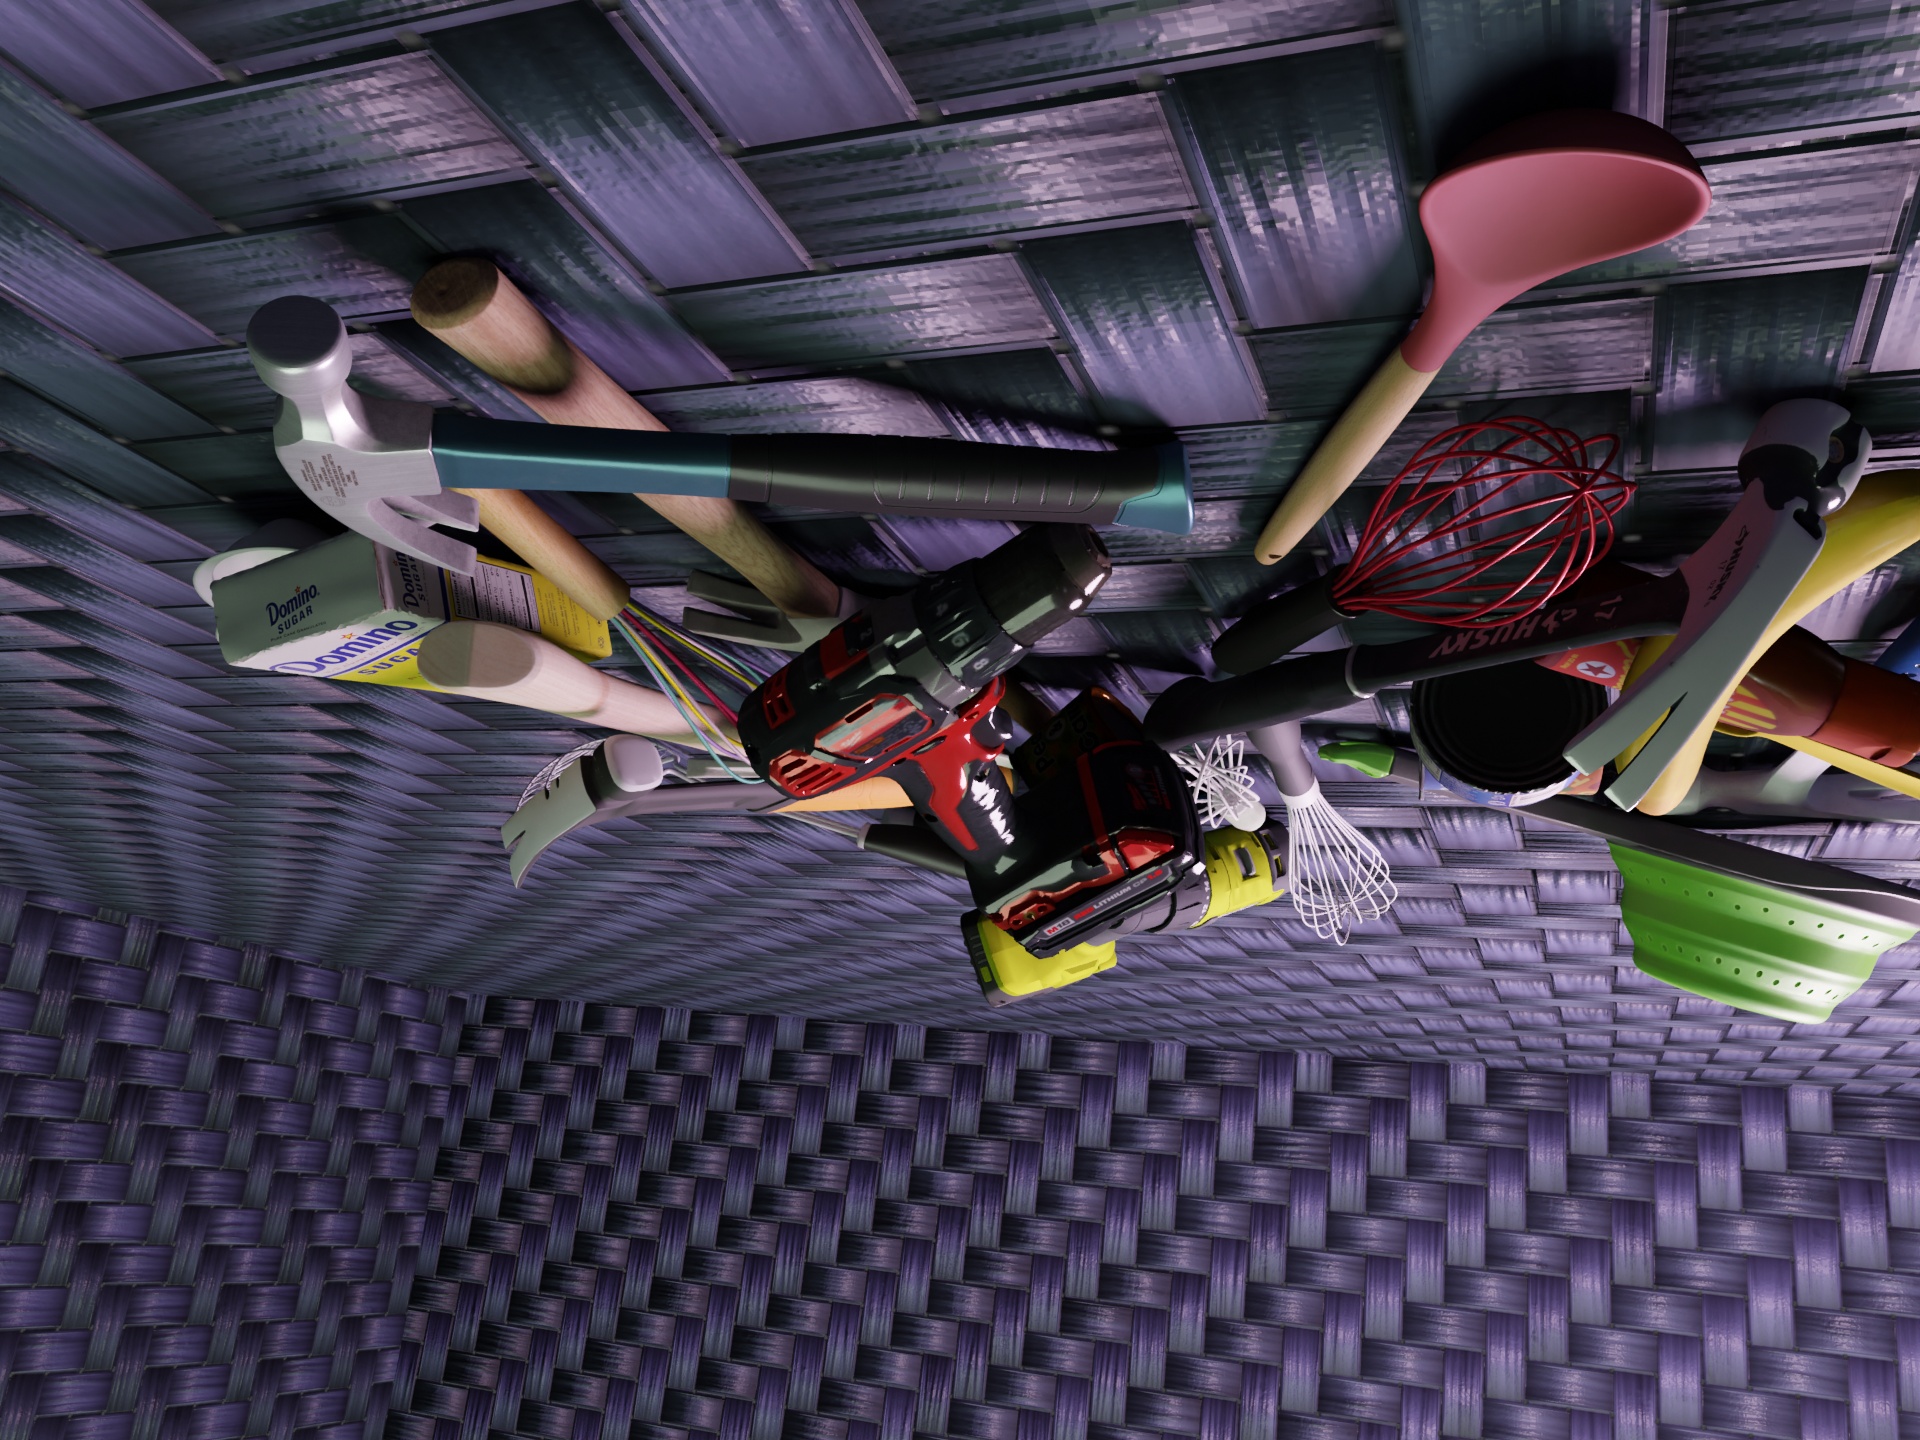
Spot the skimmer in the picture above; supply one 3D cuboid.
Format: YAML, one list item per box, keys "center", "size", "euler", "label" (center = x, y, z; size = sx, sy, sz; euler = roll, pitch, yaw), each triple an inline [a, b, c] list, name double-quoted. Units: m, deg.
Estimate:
- center: [-0.130, 0.088, 1.099]
  size: [0.363, 0.090, 0.127]
  euler: [16, -162, 6]
  label: "skimmer"

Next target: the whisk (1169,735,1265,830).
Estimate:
- center: [0.168, 0.046, 0.992]
  size: [0.058, 0.059, 0.246]
  euler: [18, 176, 18]
  label: "whisk"

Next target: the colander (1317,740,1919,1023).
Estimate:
- center: [0.395, 0.102, 0.952]
  size: [0.397, 0.094, 0.204]
  euler: [15, -178, -5]
  label: "colander"

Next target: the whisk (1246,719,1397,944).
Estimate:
- center: [0.209, 0.054, 0.953]
  size: [0.070, 0.070, 0.284]
  euler: [-1, 148, 25]
  label: "whisk"

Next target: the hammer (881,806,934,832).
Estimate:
- center: [0.048, 0.078, 1.106]
  size: [0.146, 0.035, 0.335]
  euler: [11, 171, -13]
  label: "hammer"

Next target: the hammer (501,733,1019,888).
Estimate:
- center: [-0.092, 0.043, 0.912]
  size: [0.336, 0.034, 0.127]
  euler: [-2, 156, -46]
  label: "hammer"

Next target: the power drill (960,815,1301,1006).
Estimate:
- center: [0.107, 0.138, 1.142]
  size: [0.190, 0.080, 0.228]
  euler: [-9, 166, -45]
  label: "power drill"

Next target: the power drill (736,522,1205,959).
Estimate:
- center: [0.031, 0.009, 0.759]
  size: [0.188, 0.080, 0.226]
  euler: [-32, 133, 21]
  label: "power drill"

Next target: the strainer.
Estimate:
- center: [-0.277, -0.087, 0.740]
  size: [0.258, 0.050, 0.086]
  euler: [-15, 159, 38]
  label: "strainer"

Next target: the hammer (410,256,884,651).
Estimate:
- center: [-0.114, -0.093, 0.672]
  size: [0.130, 0.031, 0.331]
  euler: [-1, 162, 22]
  label: "hammer"

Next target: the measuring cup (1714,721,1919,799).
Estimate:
- center: [0.378, 0.000, 0.693]
  size: [0.157, 0.029, 0.062]
  euler: [29, 172, 33]
  label: "measuring cup"

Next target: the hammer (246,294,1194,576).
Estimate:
- center: [-0.070, -0.092, 0.578]
  size: [0.331, 0.033, 0.128]
  euler: [2, 156, -11]
  label: "hammer"

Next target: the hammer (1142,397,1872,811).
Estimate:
- center: [0.182, -0.019, 0.683]
  size: [0.036, 0.149, 0.409]
  euler: [39, 162, -12]
  label: "hammer"

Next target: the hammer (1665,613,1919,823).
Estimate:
- center: [0.428, -0.015, 0.720]
  size: [0.144, 0.035, 0.405]
  euler: [3, 163, 13]
  label: "hammer"

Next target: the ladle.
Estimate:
- center: [0.145, -0.109, 0.527]
  size: [0.069, 0.031, 0.315]
  euler: [10, 165, -3]
  label: "ladle"

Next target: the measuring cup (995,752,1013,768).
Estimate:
- center: [-0.001, -0.003, 0.915]
  size: [0.167, 0.038, 0.083]
  euler: [20, 164, -39]
  label: "measuring cup"

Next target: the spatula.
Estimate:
- center: [0.073, 0.012, 0.975]
  size: [0.082, 0.044, 0.317]
  euler: [-2, 157, 30]
  label: "spatula"

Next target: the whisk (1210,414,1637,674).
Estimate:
- center: [0.166, -0.057, 0.644]
  size: [0.073, 0.073, 0.296]
  euler: [10, 169, -12]
  label: "whisk"

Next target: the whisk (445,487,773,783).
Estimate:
- center: [-0.148, -0.041, 0.726]
  size: [0.047, 0.051, 0.244]
  euler: [23, 165, 42]
  label: "whisk"

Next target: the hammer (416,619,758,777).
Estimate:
- center: [-0.168, -0.001, 0.873]
  size: [0.146, 0.038, 0.410]
  euler: [1, 173, 17]
  label: "hammer"
